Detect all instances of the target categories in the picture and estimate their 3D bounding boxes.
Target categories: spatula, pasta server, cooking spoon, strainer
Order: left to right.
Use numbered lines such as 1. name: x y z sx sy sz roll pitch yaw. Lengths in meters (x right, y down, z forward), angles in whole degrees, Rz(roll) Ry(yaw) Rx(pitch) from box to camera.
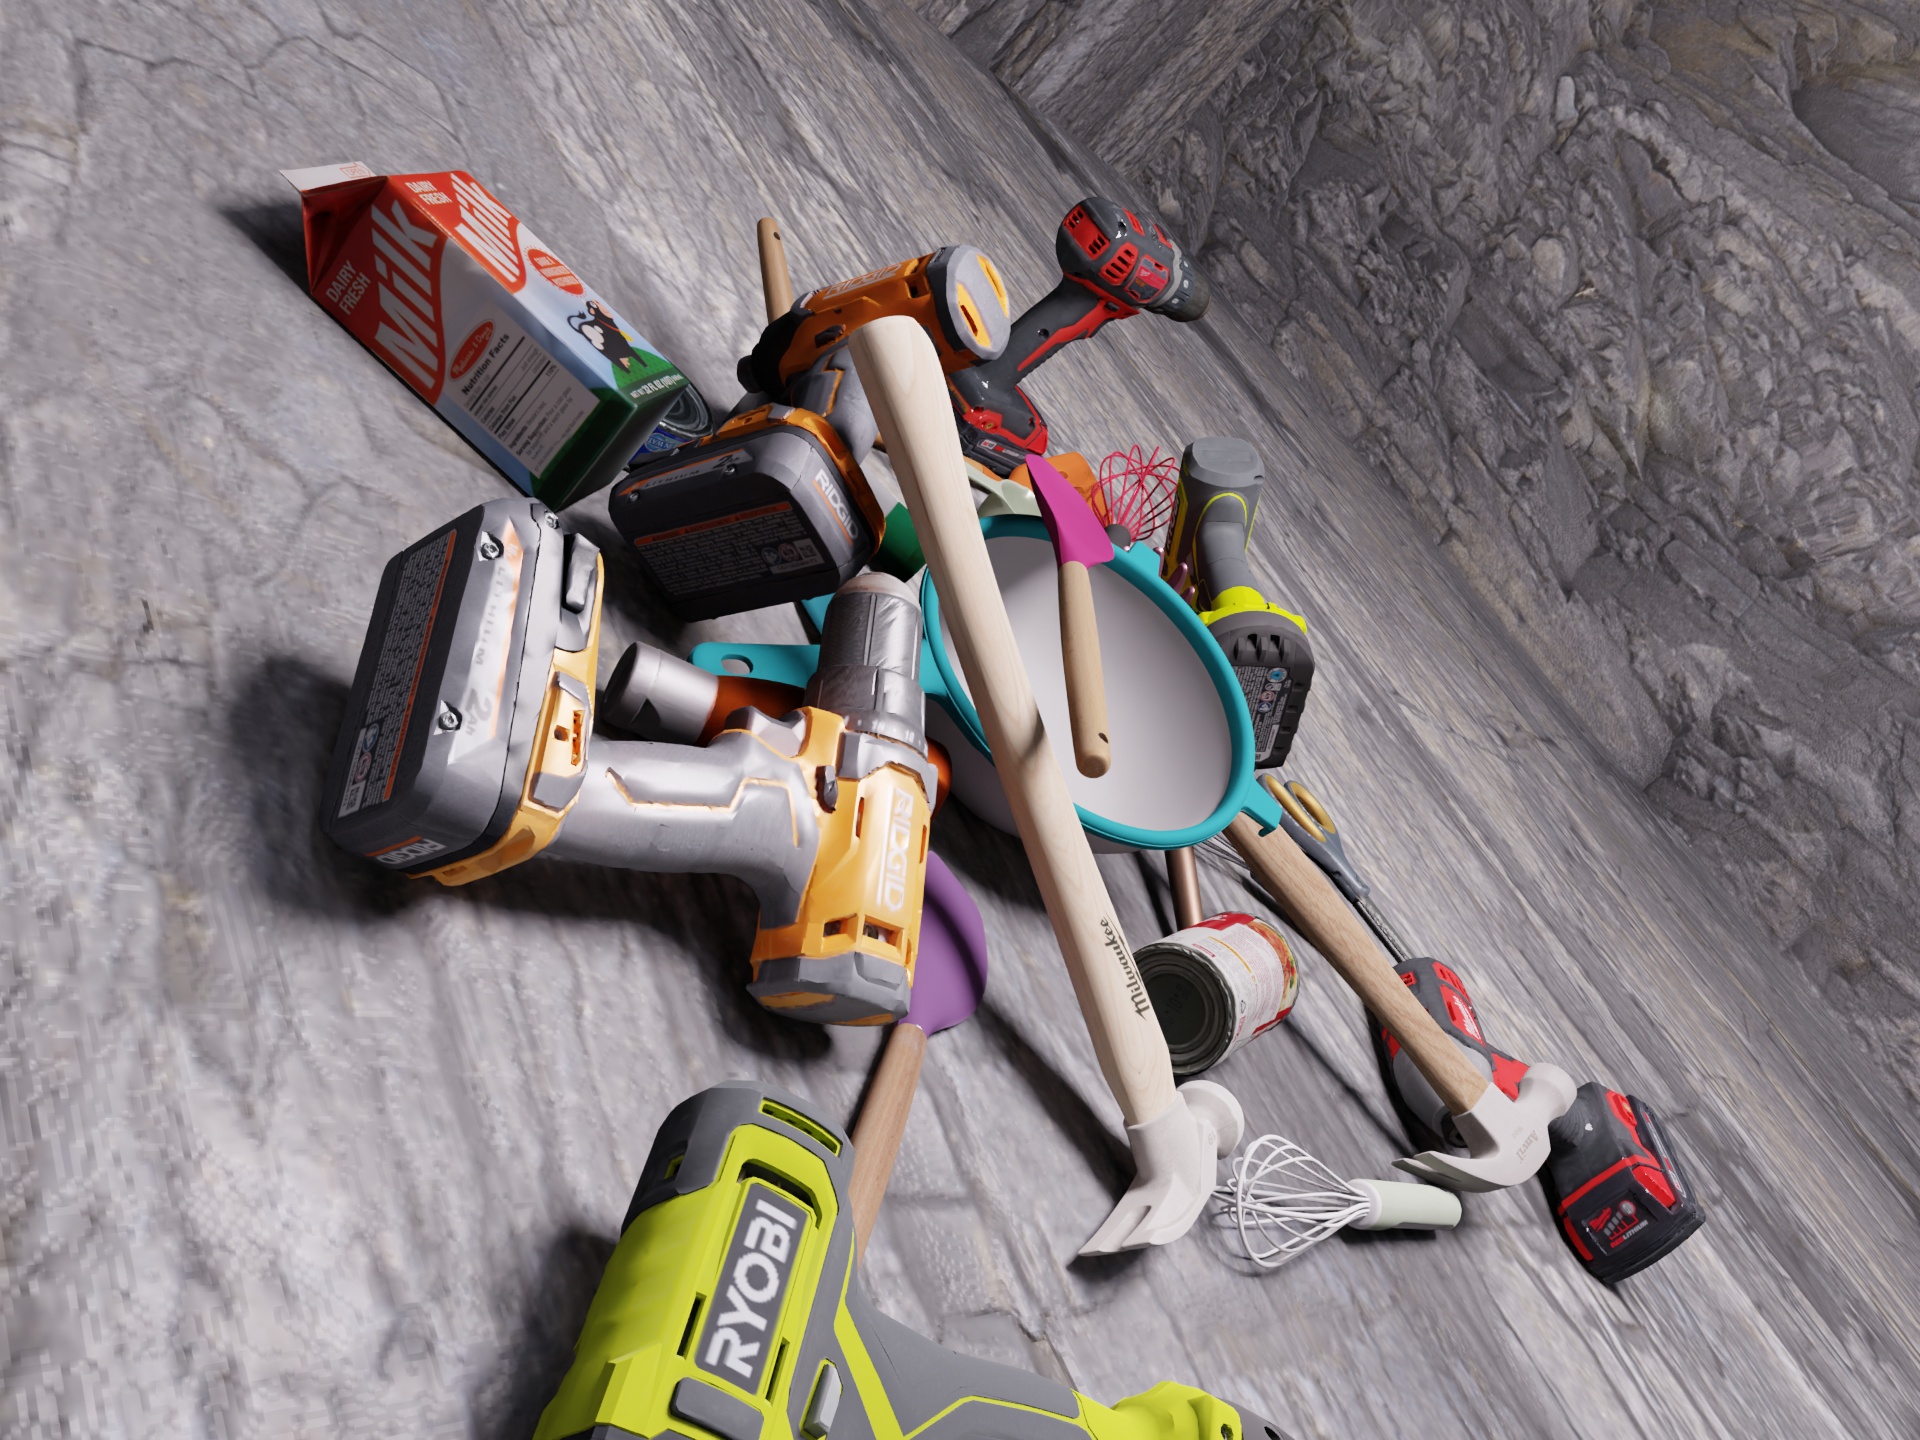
1. spatula: -0.080 -0.158 0.915 0.082 0.044 0.318 12 61 -52
2. spatula: -0.024 0.141 0.623 0.059 0.018 0.316 53 21 -13
3. strainer: -0.001 -0.003 0.826 0.340 0.095 0.211 -1 57 -37
4. spatula: 0.003 -0.198 1.193 0.322 0.041 0.081 11 53 -51
5. cooking spoon: 0.055 -0.060 0.774 0.068 0.017 0.319 42 22 -20
6. pasta server: 0.126 0.020 0.973 0.060 0.040 0.317 1 51 -5

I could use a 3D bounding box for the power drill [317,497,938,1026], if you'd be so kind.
1. power drill: -0.097 -0.001 0.583 0.226 0.084 0.185 27 59 -39

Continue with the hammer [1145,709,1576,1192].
1. hammer: 0.221 0.130 0.921 0.331 0.031 0.130 51 50 4

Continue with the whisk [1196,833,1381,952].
1. whisk: 0.203 0.094 1.046 0.238 0.055 0.055 42 23 -19

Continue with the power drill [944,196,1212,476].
1. power drill: 0.090 -0.299 1.267 0.187 0.226 0.080 7 45 -56

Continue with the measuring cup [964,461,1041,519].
1. measuring cup: 0.011 -0.157 1.147 0.167 0.038 0.083 30 28 -29

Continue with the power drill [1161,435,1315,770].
1. power drill: 0.190 -0.071 1.172 0.080 0.190 0.229 2 43 -4

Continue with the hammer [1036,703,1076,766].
1. hammer: 0.087 -0.047 1.094 0.149 0.036 0.359 46 23 -1

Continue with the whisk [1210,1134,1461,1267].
1. whisk: 0.198 0.245 0.802 0.246 0.058 0.059 22 67 -48

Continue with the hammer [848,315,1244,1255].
1. hammer: 0.026 0.021 0.693 0.146 0.038 0.410 -17 87 -66

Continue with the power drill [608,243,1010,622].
1. power drill: -0.082 -0.150 0.804 0.084 0.164 0.227 59 40 -31

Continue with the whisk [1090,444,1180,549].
1. whisk: 0.120 -0.143 1.192 0.073 0.073 0.296 42 30 -9

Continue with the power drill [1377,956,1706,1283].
1. power drill: 0.361 0.256 1.015 0.219 0.078 0.143 36 25 -15

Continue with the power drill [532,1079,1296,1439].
1. power drill: -0.009 0.223 0.434 0.223 0.080 0.171 35 39 -16
